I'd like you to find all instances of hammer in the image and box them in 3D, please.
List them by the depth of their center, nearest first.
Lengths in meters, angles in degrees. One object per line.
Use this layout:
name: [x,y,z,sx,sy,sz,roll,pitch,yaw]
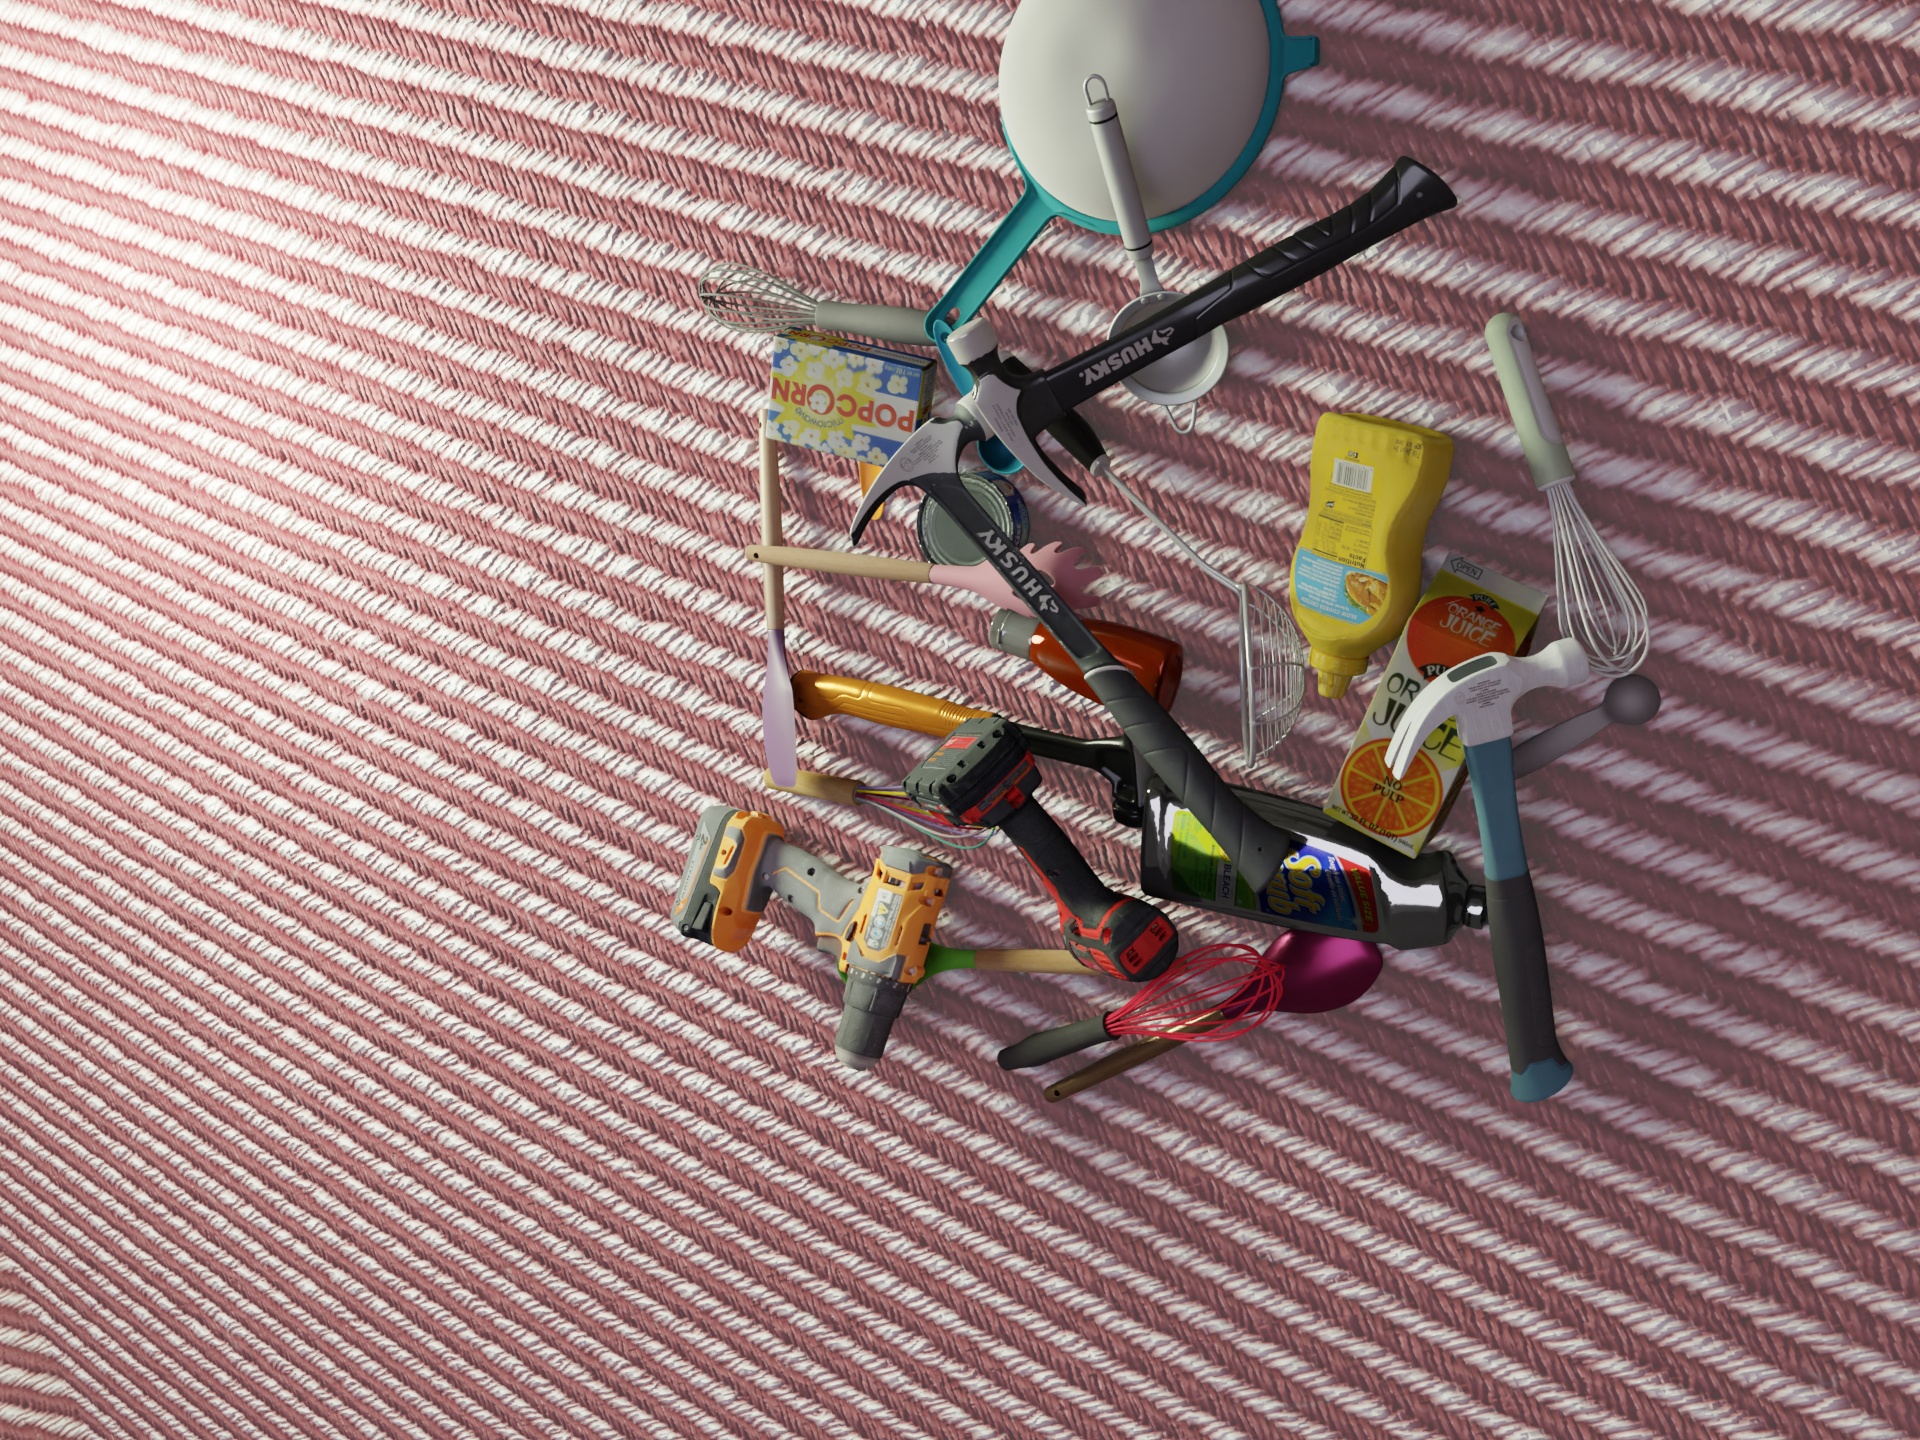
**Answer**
hammer: [0.364,0.111,1.051,0.128,0.033,0.330,-14,112,5]
hammer: [0.169,-0.271,1.062,0.335,0.035,0.146,-26,109,13]
hammer: [0.086,-0.045,1.123,0.149,0.036,0.409,-38,80,-7]
hammer: [-0.002,-0.004,1.261,0.337,0.034,0.127,12,129,32]

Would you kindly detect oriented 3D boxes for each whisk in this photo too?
whisk: [0.385,-0.145,1.020,0.059,0.058,0.246,-21,86,57]
whisk: [0.133,0.233,1.239,0.296,0.073,0.073,-29,87,41]
whisk: [-0.108,-0.325,1.262,0.239,0.055,0.055,14,109,22]
whisk: [-0.066,0.067,1.334,0.245,0.047,0.051,8,93,33]

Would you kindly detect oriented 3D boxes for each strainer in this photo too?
strainer: [0.126,-0.315,1.082,0.087,0.050,0.258,-7,131,21]
strainer: [0.066,-0.398,1.102,0.211,0.095,0.340,47,116,11]

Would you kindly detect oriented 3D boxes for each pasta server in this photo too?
pasta server: [-0.038,-0.118,1.241,0.316,0.040,0.060,10,107,32]

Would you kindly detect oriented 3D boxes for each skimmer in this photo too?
skimmer: [0.120,-0.125,1.148,0.090,0.127,0.363,-40,72,-4]

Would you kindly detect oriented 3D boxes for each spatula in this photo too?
spatula: [-0.157,-0.102,1.332,0.060,0.018,0.316,2,95,56]

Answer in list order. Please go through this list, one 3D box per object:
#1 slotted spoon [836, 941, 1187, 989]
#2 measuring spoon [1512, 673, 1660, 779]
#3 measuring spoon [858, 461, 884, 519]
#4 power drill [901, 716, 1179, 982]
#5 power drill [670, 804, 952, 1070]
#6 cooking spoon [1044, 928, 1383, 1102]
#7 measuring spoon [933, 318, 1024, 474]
slotted spoon: [0.038,0.200,1.312,0.314,0.031,0.070,-3,85,28]
measuring spoon: [0.406,0.010,1.060,0.124,0.018,0.034,-36,83,32]
measuring spoon: [-0.072,-0.221,1.286,0.021,0.011,0.117,2,106,19]
power drill: [0.062,0.102,1.196,0.078,0.143,0.219,-44,101,-12]
power drill: [-0.131,0.179,1.347,0.226,0.084,0.185,15,86,25]
cooking spoon: [0.187,0.237,1.240,0.319,0.017,0.069,-34,83,31]
measuring spoon: [0.016,-0.247,1.204,0.042,0.021,0.128,-17,110,35]
